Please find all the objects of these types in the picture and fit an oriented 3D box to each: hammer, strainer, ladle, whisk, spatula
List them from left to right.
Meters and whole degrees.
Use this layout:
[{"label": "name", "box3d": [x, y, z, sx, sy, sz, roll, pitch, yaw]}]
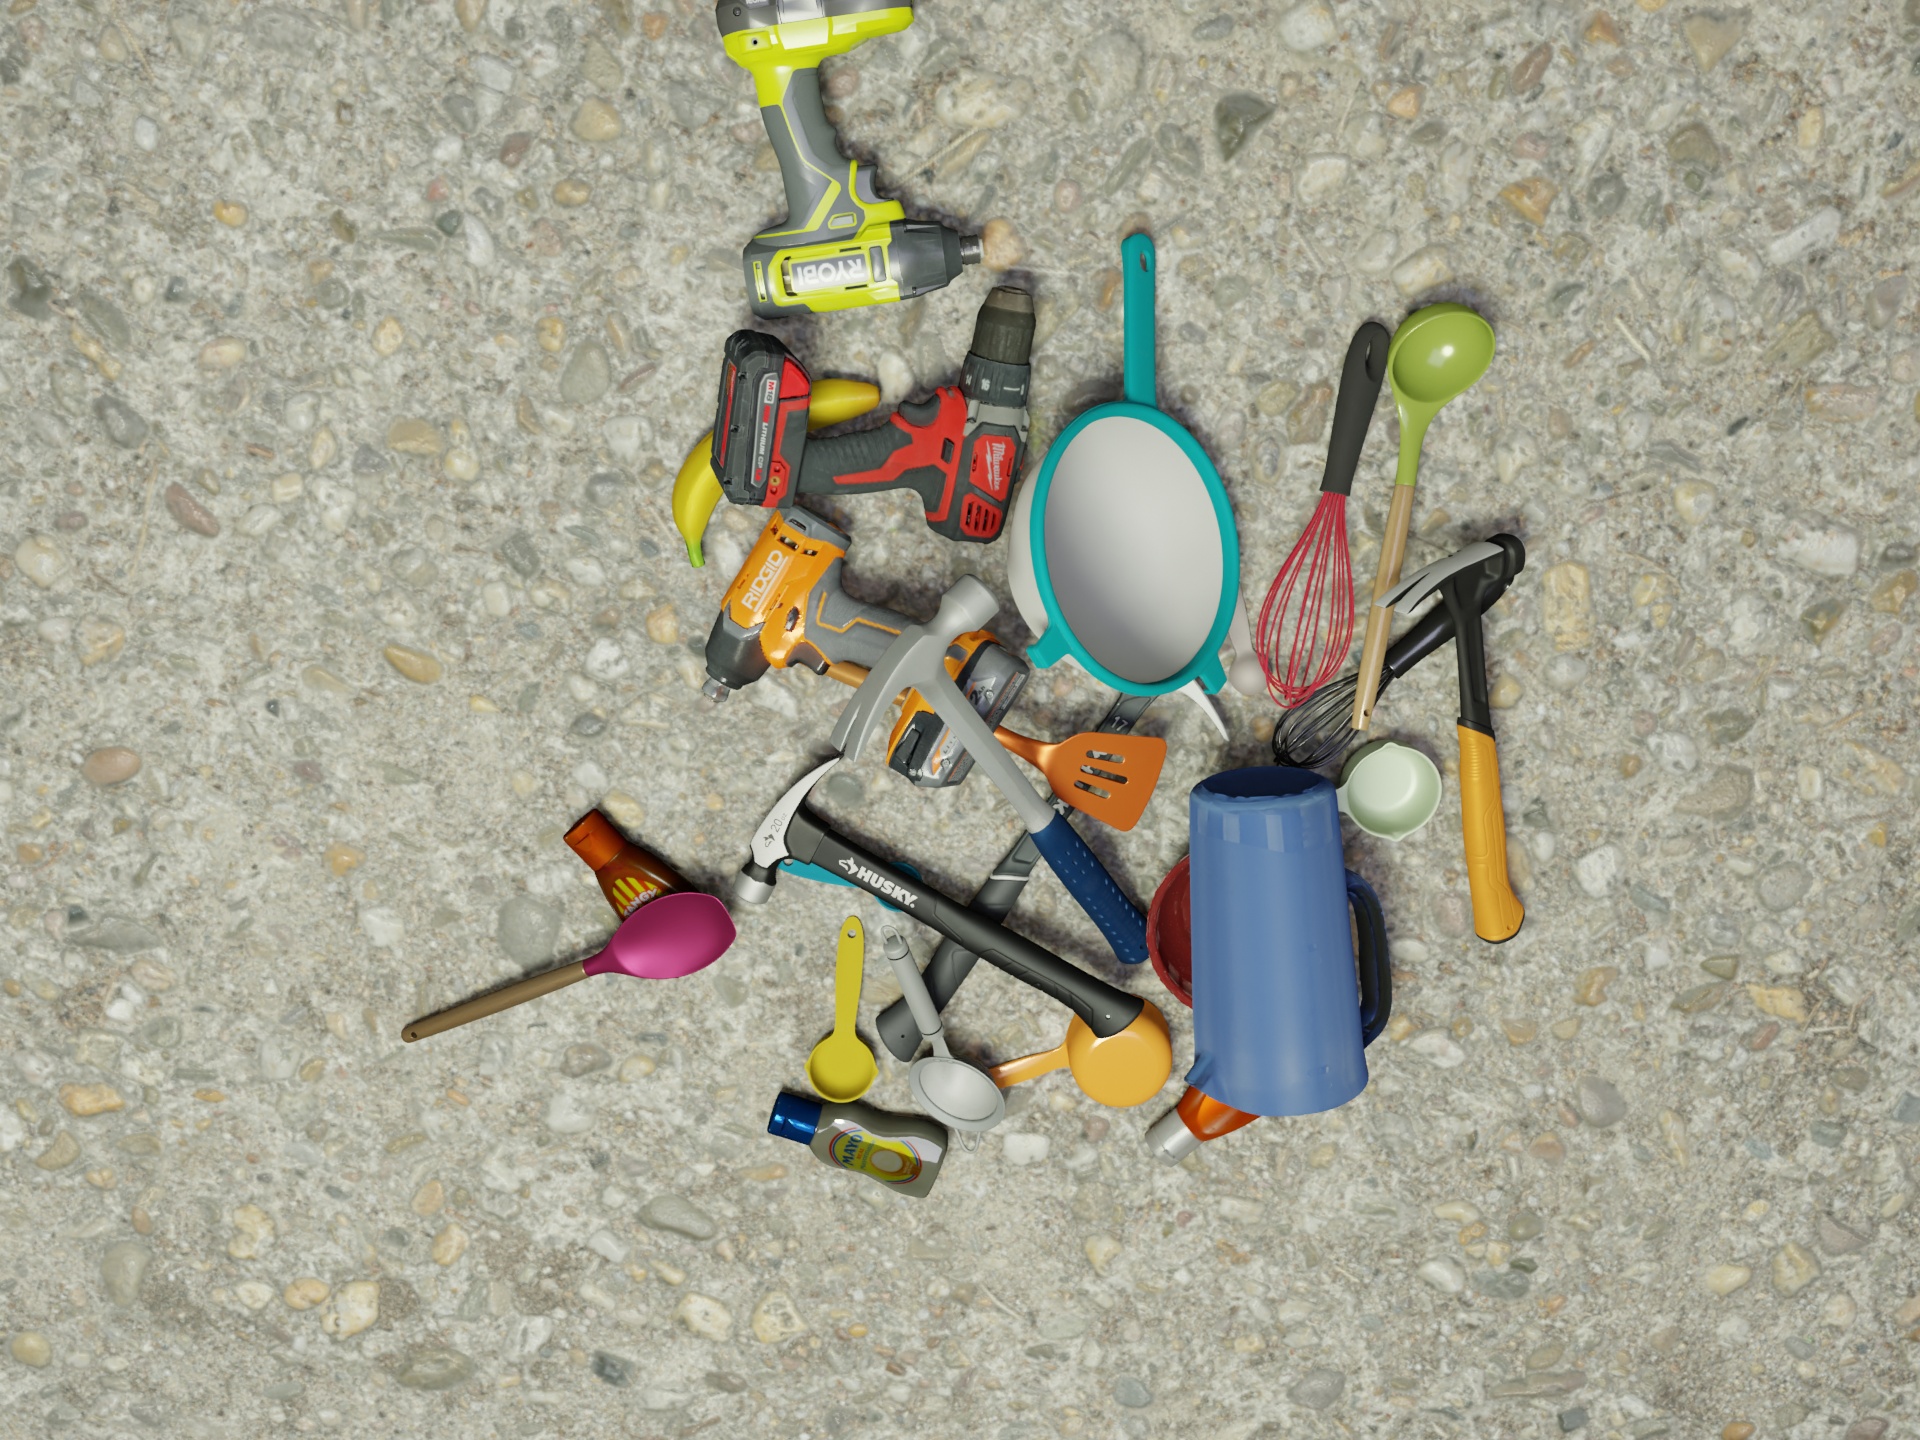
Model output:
[{"label": "strainer", "box3d": [-0.019, 0.252, 1.282, 0.087, 0.050, 0.258, 1, 131, 26]}, {"label": "hammer", "box3d": [-0.007, 0.152, 1.260, 0.335, 0.035, 0.146, 29, 105, 3]}, {"label": "spatula", "box3d": [-0.002, -0.004, 1.233, 0.322, 0.041, 0.081, 22, 105, 8]}, {"label": "hammer", "box3d": [0.050, 0.071, 1.170, 0.144, 0.035, 0.405, -44, 133, -7]}, {"label": "hammer", "box3d": [0.056, 0.112, 1.285, 0.149, 0.036, 0.409, 31, 103, -9]}, {"label": "strainer", "box3d": [0.104, -0.184, 1.173, 0.210, 0.095, 0.340, 7, 81, -39]}, {"label": "whisk", "box3d": [0.279, -0.153, 1.204, 0.073, 0.073, 0.296, 11, 99, -3]}, {"label": "whisk", "box3d": [0.337, -0.040, 1.242, 0.239, 0.055, 0.055, -40, 102, 5]}, {"label": "ladle", "box3d": [0.332, -0.148, 1.183, 0.078, 0.062, 0.320, 7, 97, -15]}, {"label": "hammer", "box3d": [0.396, 0.031, 1.232, 0.127, 0.034, 0.336, -25, 116, -23]}]

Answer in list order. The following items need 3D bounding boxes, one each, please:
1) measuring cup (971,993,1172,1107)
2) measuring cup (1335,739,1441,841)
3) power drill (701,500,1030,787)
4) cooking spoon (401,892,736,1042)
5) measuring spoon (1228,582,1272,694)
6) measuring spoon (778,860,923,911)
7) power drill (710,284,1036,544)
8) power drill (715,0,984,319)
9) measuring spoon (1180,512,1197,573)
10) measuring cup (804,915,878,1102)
[{"label": "measuring cup", "box3d": [0.093, 0.289, 1.322, 0.173, 0.052, 0.095, -18, 105, 3]}, {"label": "measuring cup", "box3d": [0.296, 0.058, 1.271, 0.167, 0.038, 0.083, -8, 105, 4]}, {"label": "power drill", "box3d": [-0.081, -0.041, 1.188, 0.226, 0.084, 0.164, 34, 96, 12]}, {"label": "cooking spoon", "box3d": [-0.323, 0.208, 1.287, 0.319, 0.017, 0.068, -22, 107, 16]}, {"label": "measuring spoon", "box3d": [0.216, -0.077, 1.243, 0.034, 0.018, 0.124, -17, 104, 4]}, {"label": "measuring spoon", "box3d": [-0.091, 0.124, 1.299, 0.128, 0.021, 0.042, 13, 104, 6]}, {"label": "power drill", "box3d": [-0.055, -0.229, 1.144, 0.226, 0.080, 0.187, 4, 113, -19]}, {"label": "power drill", "box3d": [-0.080, -0.407, 1.124, 0.171, 0.080, 0.223, -8, 109, 2]}, {"label": "measuring spoon", "box3d": [0.185, -0.104, 1.241, 0.021, 0.011, 0.117, -6, 102, 7]}, {"label": "measuring cup", "box3d": [-0.095, 0.239, 1.327, 0.062, 0.029, 0.156, 5, 93, -2]}]
